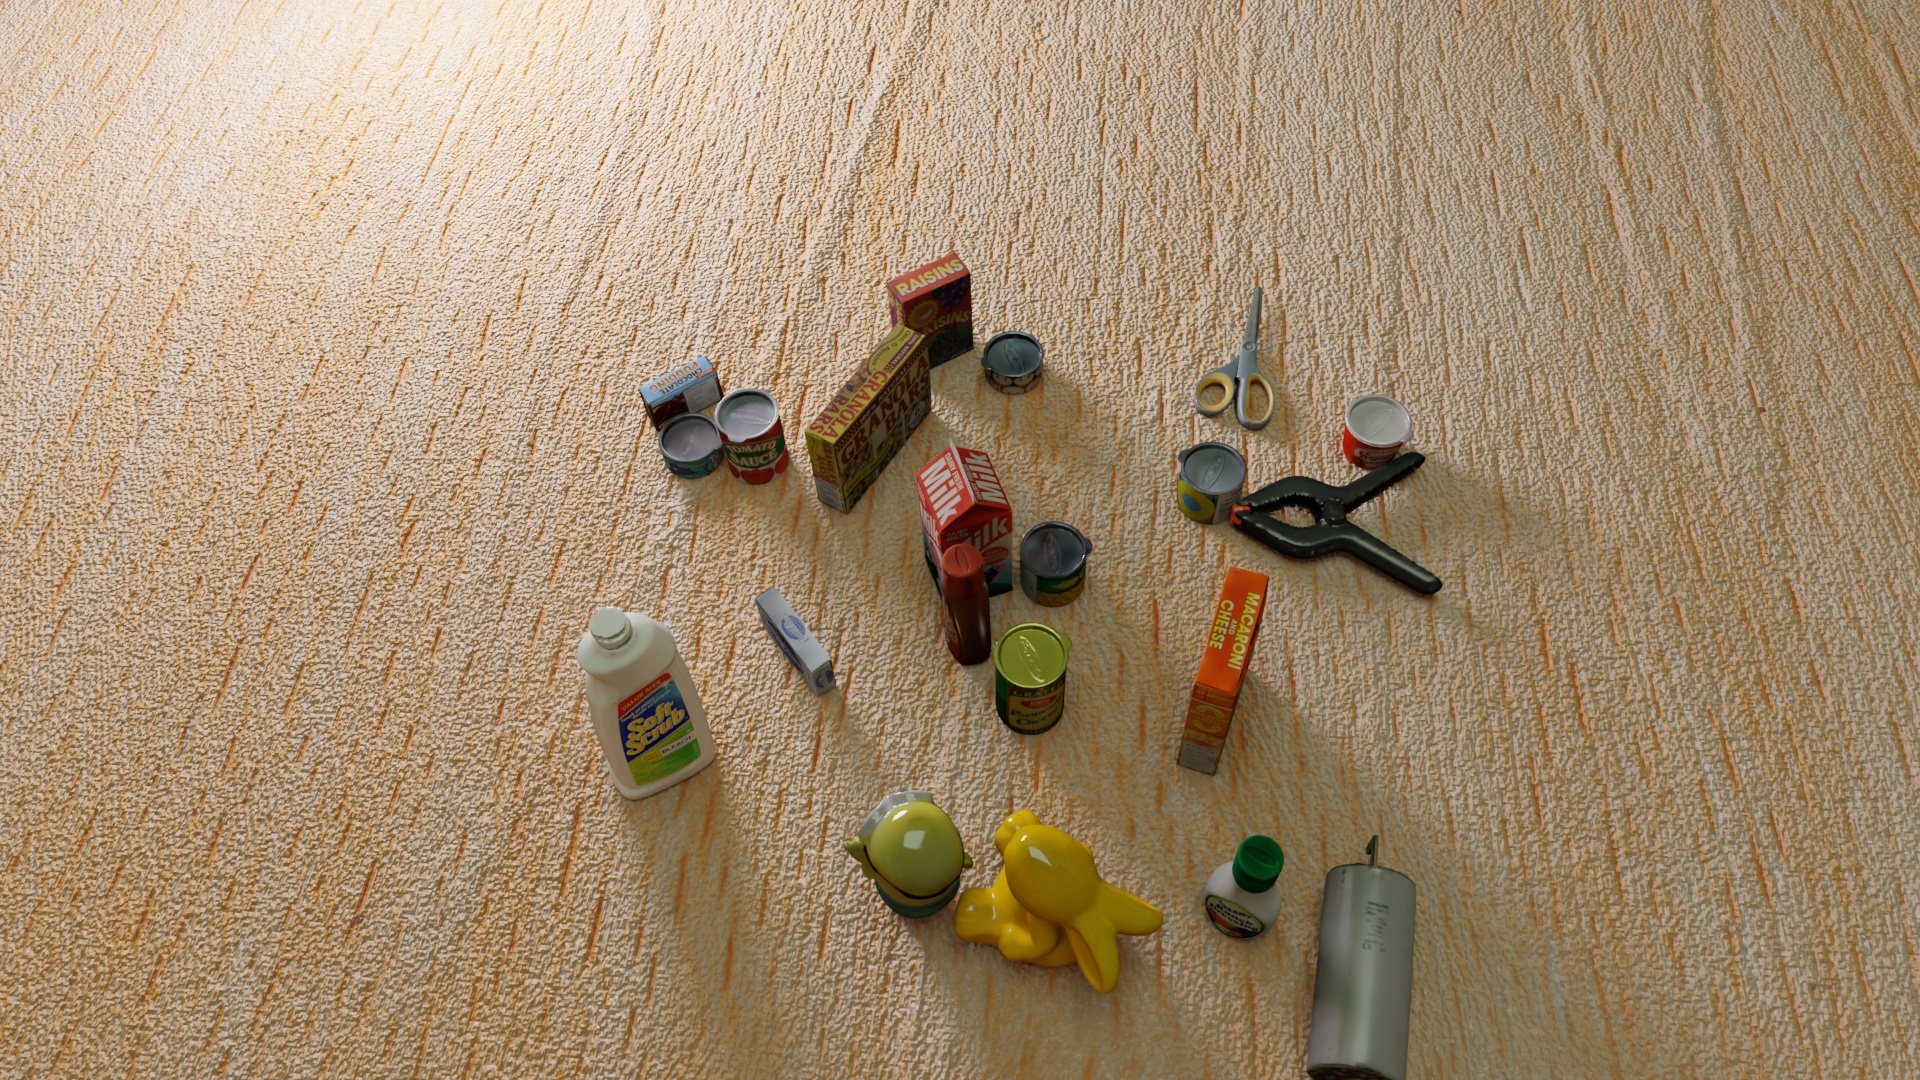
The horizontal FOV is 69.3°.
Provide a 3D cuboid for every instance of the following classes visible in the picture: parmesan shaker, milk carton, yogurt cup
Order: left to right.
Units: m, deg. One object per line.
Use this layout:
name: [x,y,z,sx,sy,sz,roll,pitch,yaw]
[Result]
milk carton: [0.005,-0.017,1.323,0.073,0.189,0.072,-17,58,-9]
parmesan shaker: [0.067,0.128,1.278,0.071,0.102,0.071,-1,57,2]
yogurt cup: [0.431,-0.111,1.450,0.072,0.053,0.073,-1,57,2]

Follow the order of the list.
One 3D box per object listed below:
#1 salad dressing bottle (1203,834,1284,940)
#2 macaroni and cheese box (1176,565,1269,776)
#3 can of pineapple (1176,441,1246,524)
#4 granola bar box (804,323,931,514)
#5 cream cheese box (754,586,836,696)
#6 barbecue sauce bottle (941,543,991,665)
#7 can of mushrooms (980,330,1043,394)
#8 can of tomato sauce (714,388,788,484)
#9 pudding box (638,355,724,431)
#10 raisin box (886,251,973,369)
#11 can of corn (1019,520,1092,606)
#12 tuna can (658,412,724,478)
salad dressing bottle: [0.236,0.284,1.142,0.064,0.147,0.044,27,62,18]
macaroni and cheese box: [0.234,0.118,1.240,0.040,0.165,0.124,16,59,12]
can of pineapple: [0.255,-0.059,1.420,0.071,0.057,0.071,-1,57,2]
granola bar box: [-0.091,-0.125,1.437,0.039,0.123,0.166,27,62,18]
cream cheese box: [-0.158,0.097,1.336,0.024,0.053,0.104,-32,61,-17]
barbecue sauce bottle: [0.005,0.057,1.300,0.044,0.147,0.065,-15,58,-7]
can of mushrooms: [0.056,-0.195,1.532,0.071,0.033,0.071,-1,57,2]
can of tomato sauce: [-0.217,-0.106,1.454,0.071,0.082,0.071,-1,57,2]
pudding box: [-0.304,-0.160,1.513,0.084,0.049,0.030,-30,61,-16]
raisin box: [-0.031,-0.245,1.514,0.086,0.122,0.040,-27,60,-14]
can of corn: [0.094,0.024,1.372,0.071,0.058,0.071,-1,57,2]
tuna can: [-0.284,-0.101,1.483,0.071,0.032,0.071,-1,57,2]
